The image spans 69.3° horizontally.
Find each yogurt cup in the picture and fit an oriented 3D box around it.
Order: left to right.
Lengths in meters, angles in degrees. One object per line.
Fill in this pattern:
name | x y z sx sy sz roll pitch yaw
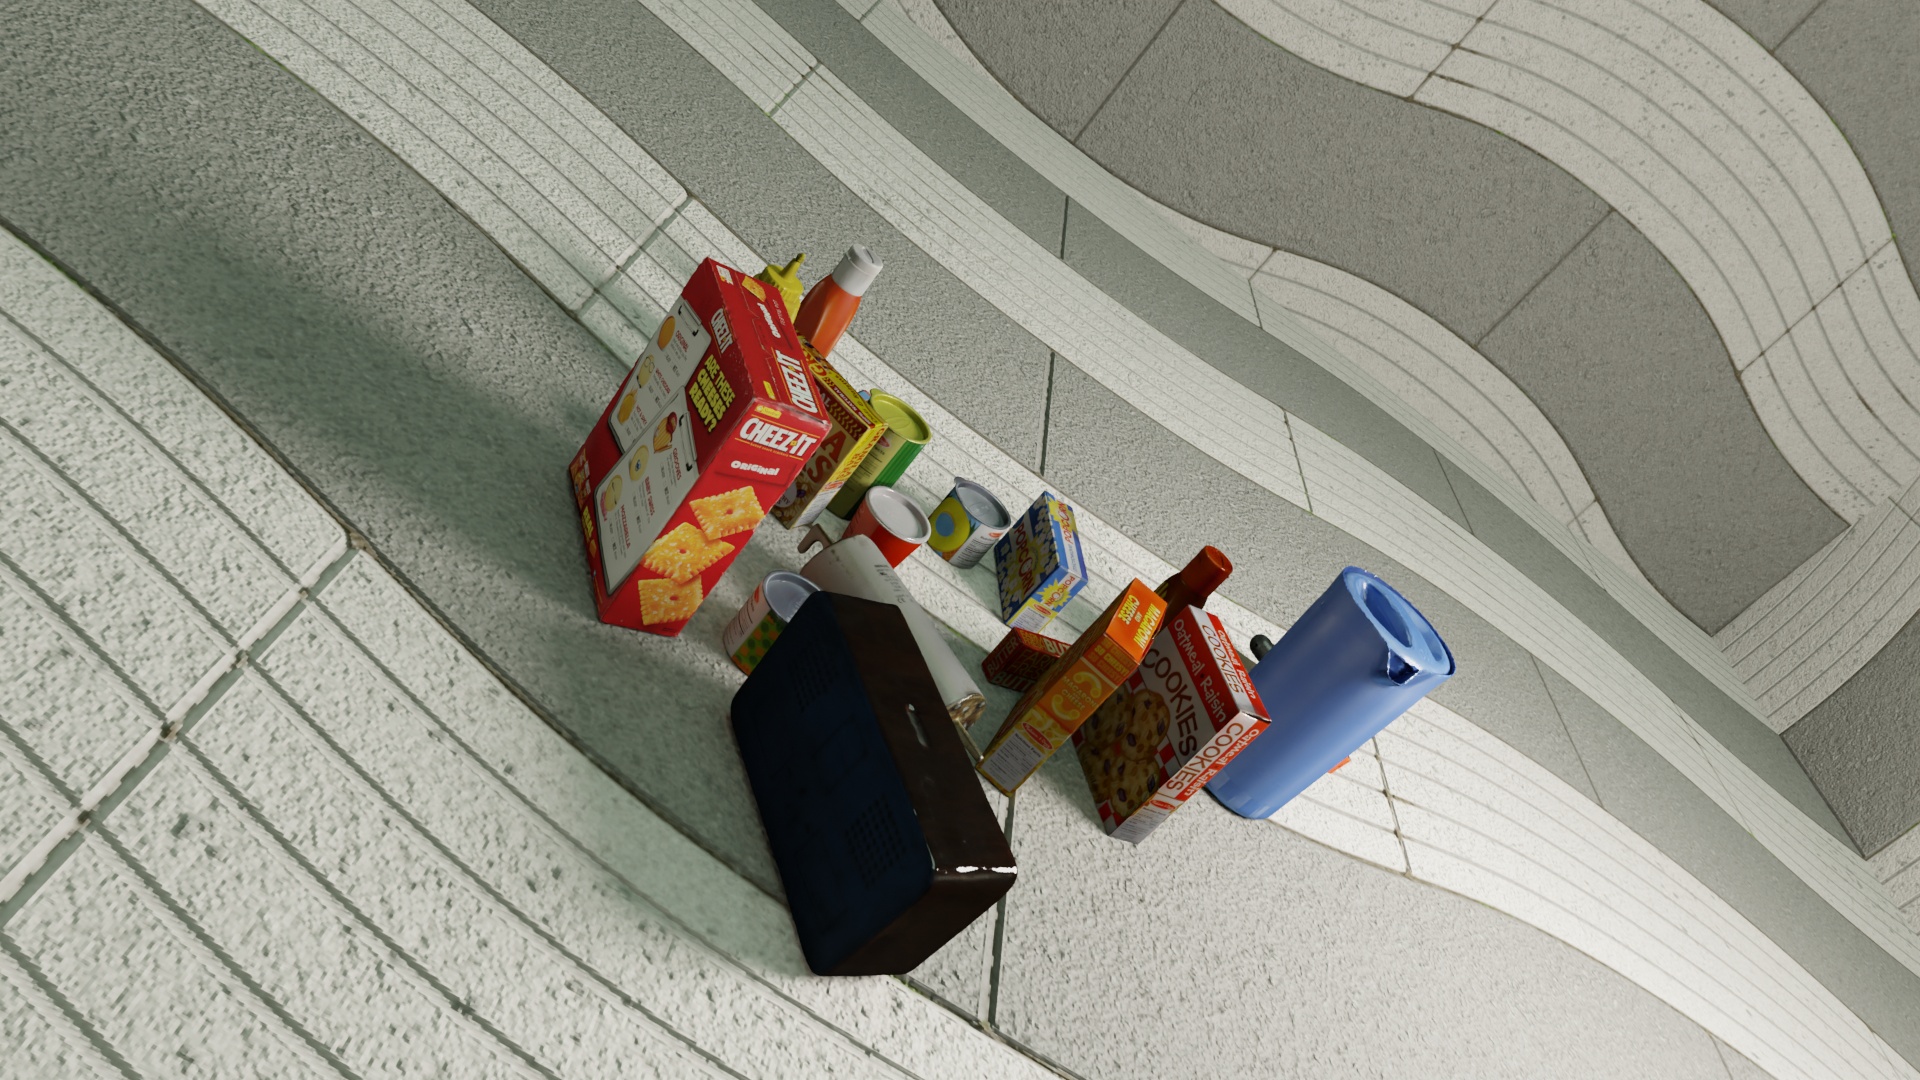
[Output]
yogurt cup | -0.068 -0.006 1.227 0.072 0.053 0.073 31 28 -18

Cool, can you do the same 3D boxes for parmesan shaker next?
parmesan shaker | -0.084 -0.077 1.259 0.071 0.102 0.072 31 28 -18

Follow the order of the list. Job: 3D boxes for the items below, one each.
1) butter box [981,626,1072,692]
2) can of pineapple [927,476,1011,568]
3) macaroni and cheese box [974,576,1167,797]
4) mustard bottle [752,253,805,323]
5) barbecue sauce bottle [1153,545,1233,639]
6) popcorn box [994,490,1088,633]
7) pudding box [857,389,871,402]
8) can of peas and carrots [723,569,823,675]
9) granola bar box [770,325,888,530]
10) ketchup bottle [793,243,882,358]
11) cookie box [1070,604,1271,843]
butter box | 0.074 0.112 1.232 0.103 0.053 0.024 21 32 -35
can of pineapple | 0.005 -0.017 1.334 0.071 0.057 0.071 31 28 -18
macaroni and cheese box | 0.092 0.117 1.121 0.040 0.165 0.124 41 26 1
mustard bottle | -0.183 -0.199 1.254 0.065 0.159 0.049 4 44 -51
barbecue sauce bottle | 0.206 0.067 1.367 0.043 0.148 0.065 32 27 -17
popcorn box | 0.076 0.023 1.336 0.038 0.085 0.127 29 28 -22
pudding box | -0.082 -0.102 1.361 0.084 0.049 0.030 43 26 4
can of peas and carrots | -0.131 0.066 1.028 0.071 0.058 0.071 31 28 -18
granola bar box | -0.158 -0.110 1.190 0.166 0.123 0.039 46 26 11
ketchup bottle | -0.133 -0.225 1.372 0.043 0.148 0.065 18 34 -39
cookie box | 0.171 0.154 1.167 0.040 0.166 0.123 23 31 -32
